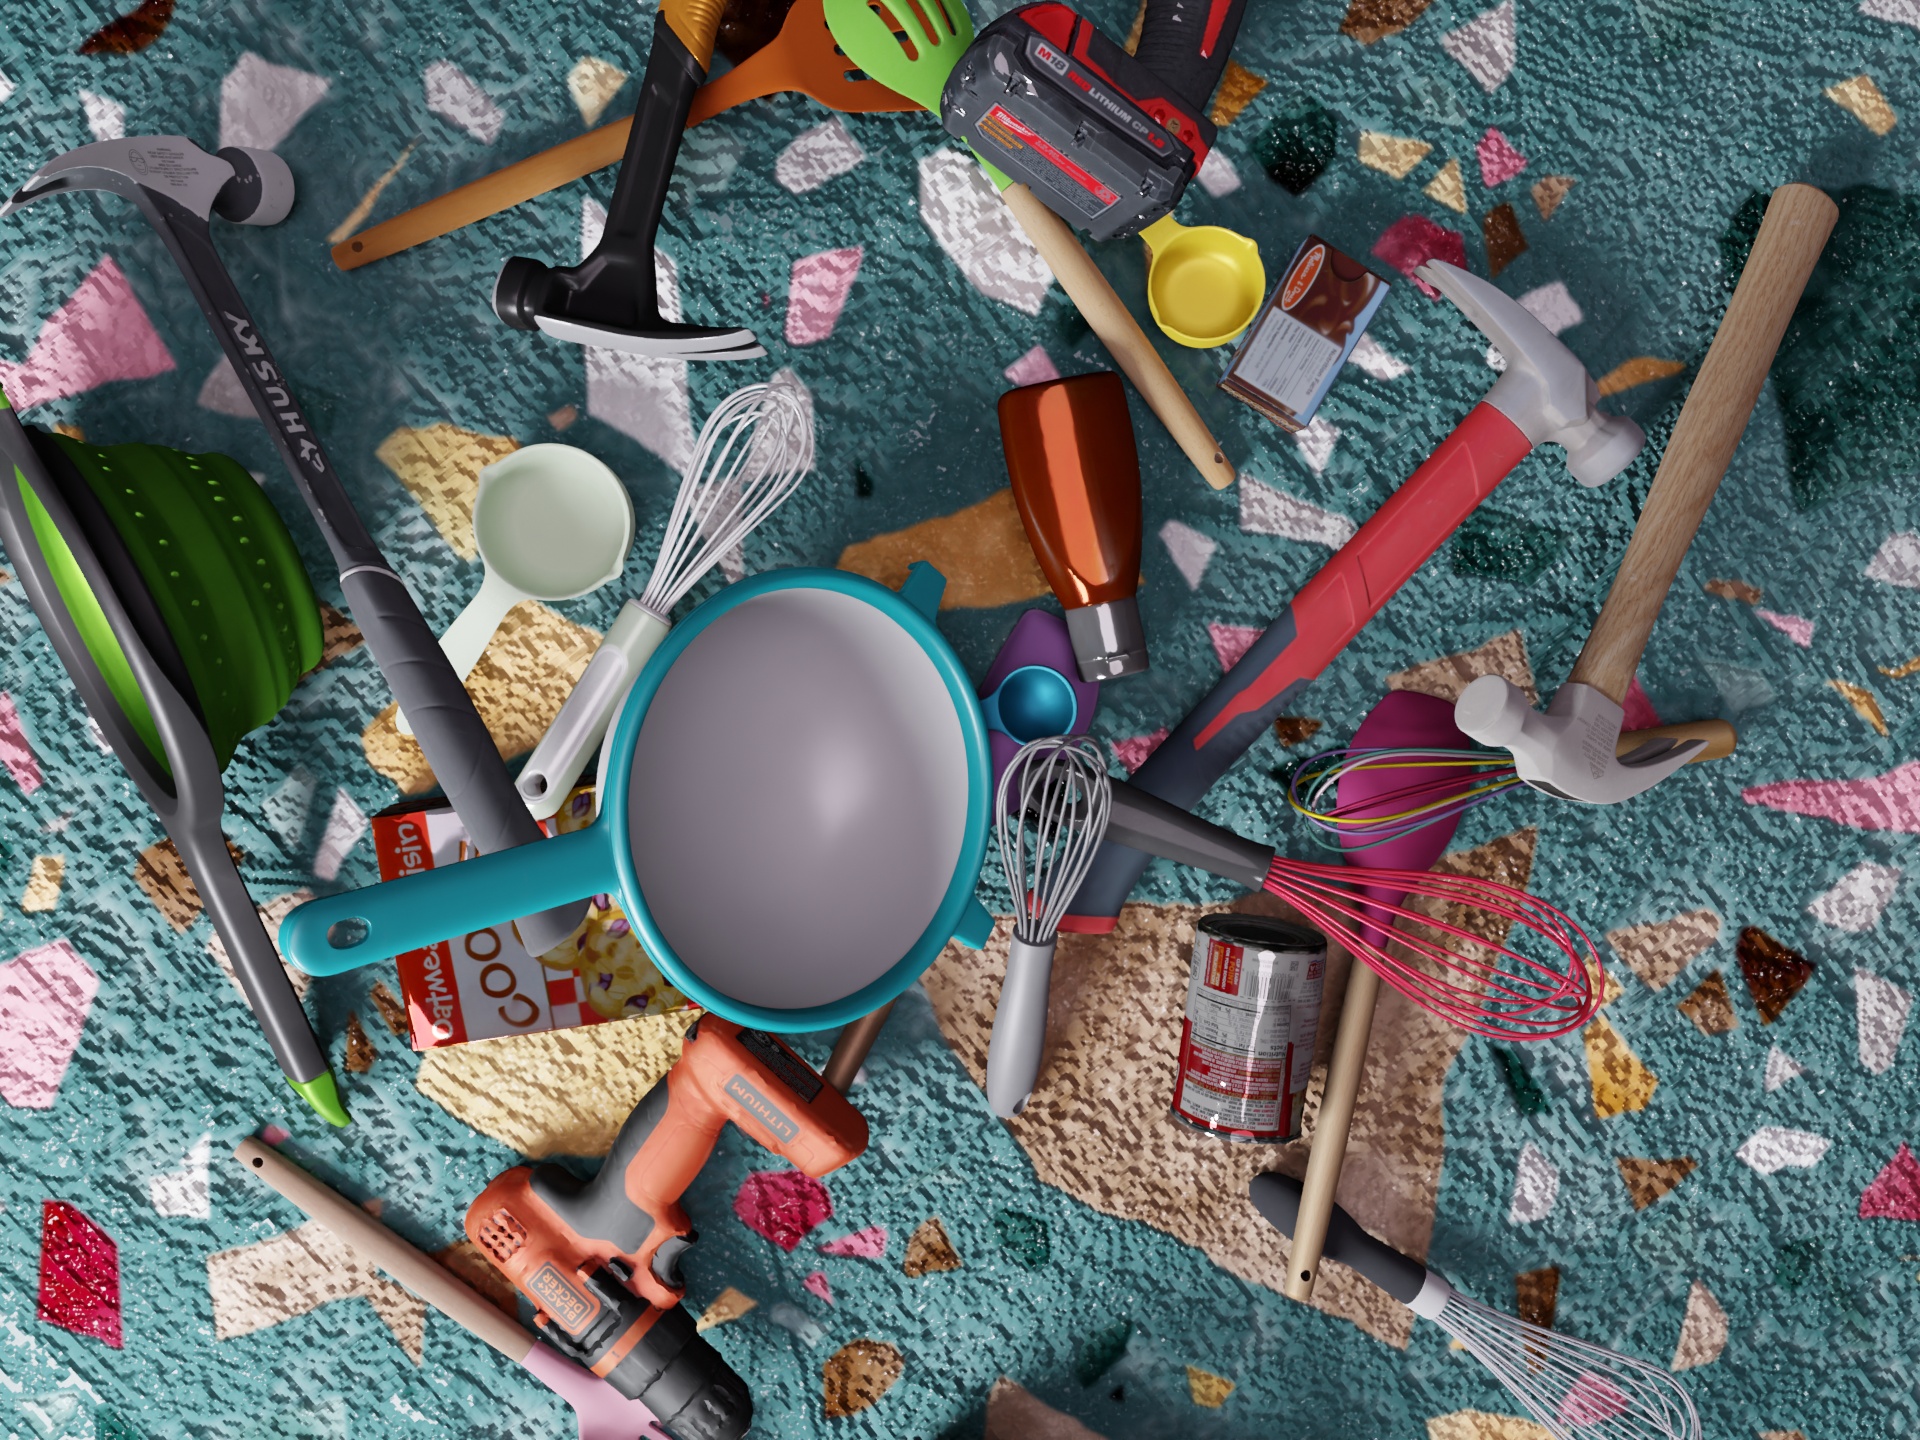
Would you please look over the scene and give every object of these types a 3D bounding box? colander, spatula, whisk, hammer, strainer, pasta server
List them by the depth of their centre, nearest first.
[{"bbox_3d":[-0.140,0.048,0.712,0.340,0.095,0.211,-15,101,-38],"label":"strainer"},{"bbox_3d":[-0.277,-0.079,0.718,0.036,0.149,0.409,-27,92,25],"label":"hammer"},{"bbox_3d":[-0.117,-0.334,0.739,0.127,0.034,0.337,12,86,10],"label":"hammer"},{"bbox_3d":[-0.344,0.014,0.768,0.094,0.205,0.396,-29,116,-32],"label":"colander"},{"bbox_3d":[0.166,0.080,0.768,0.296,0.073,0.073,21,95,7],"label":"whisk"},{"bbox_3d":[-0.147,-0.059,0.774,0.058,0.059,0.246,31,87,11],"label":"whisk"},{"bbox_3d":[0.355,-0.112,0.777,0.130,0.031,0.331,30,82,-25],"label":"hammer"},{"bbox_3d":[-0.156,-0.285,0.779,0.322,0.041,0.081,-21,95,5],"label":"spatula"},{"bbox_3d":[0.035,0.107,0.780,0.055,0.055,0.238,5,121,-3],"label":"whisk"},{"bbox_3d":[0.282,0.028,0.804,0.245,0.047,0.051,-8,88,-10],"label":"whisk"},{"bbox_3d":[0.161,-0.049,0.806,0.143,0.038,0.386,43,93,-4],"label":"hammer"},{"bbox_3d":[-0.013,0.092,0.825,0.060,0.018,0.316,28,94,-1],"label":"spatula"},{"bbox_3d":[-0.249,0.316,0.833,0.316,0.040,0.060,38,81,-4],"label":"pasta server"},{"bbox_3d":[0.274,0.322,0.846,0.284,0.070,0.070,33,94,0],"label":"whisk"}]

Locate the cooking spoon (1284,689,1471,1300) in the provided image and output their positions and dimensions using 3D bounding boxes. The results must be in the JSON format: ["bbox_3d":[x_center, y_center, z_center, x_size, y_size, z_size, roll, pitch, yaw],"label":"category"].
[{"bbox_3d":[0.208,0.142,0.823,0.068,0.017,0.319,13,88,-3],"label":"cooking spoon"}]

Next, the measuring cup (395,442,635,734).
[{"bbox_3d":[-0.226,-0.062,0.793,0.083,0.038,0.167,37,96,-5],"label":"measuring cup"}]

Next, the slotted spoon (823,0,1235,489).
[{"bbox_3d":[0.043,-0.243,0.780,0.070,0.031,0.313,-42,102,-22],"label":"slotted spoon"}]

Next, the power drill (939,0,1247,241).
[{"bbox_3d":[0.089,-0.349,0.734,0.143,0.078,0.220,32,82,-16],"label":"power drill"}]

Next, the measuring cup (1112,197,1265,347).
[{"bbox_3d":[0.089,-0.250,0.793,0.062,0.029,0.156,-41,84,2],"label":"measuring cup"}]

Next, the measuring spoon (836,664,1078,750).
[{"bbox_3d":[-0.001,-0.003,0.810,0.128,0.021,0.042,-9,100,17],"label":"measuring spoon"}]
